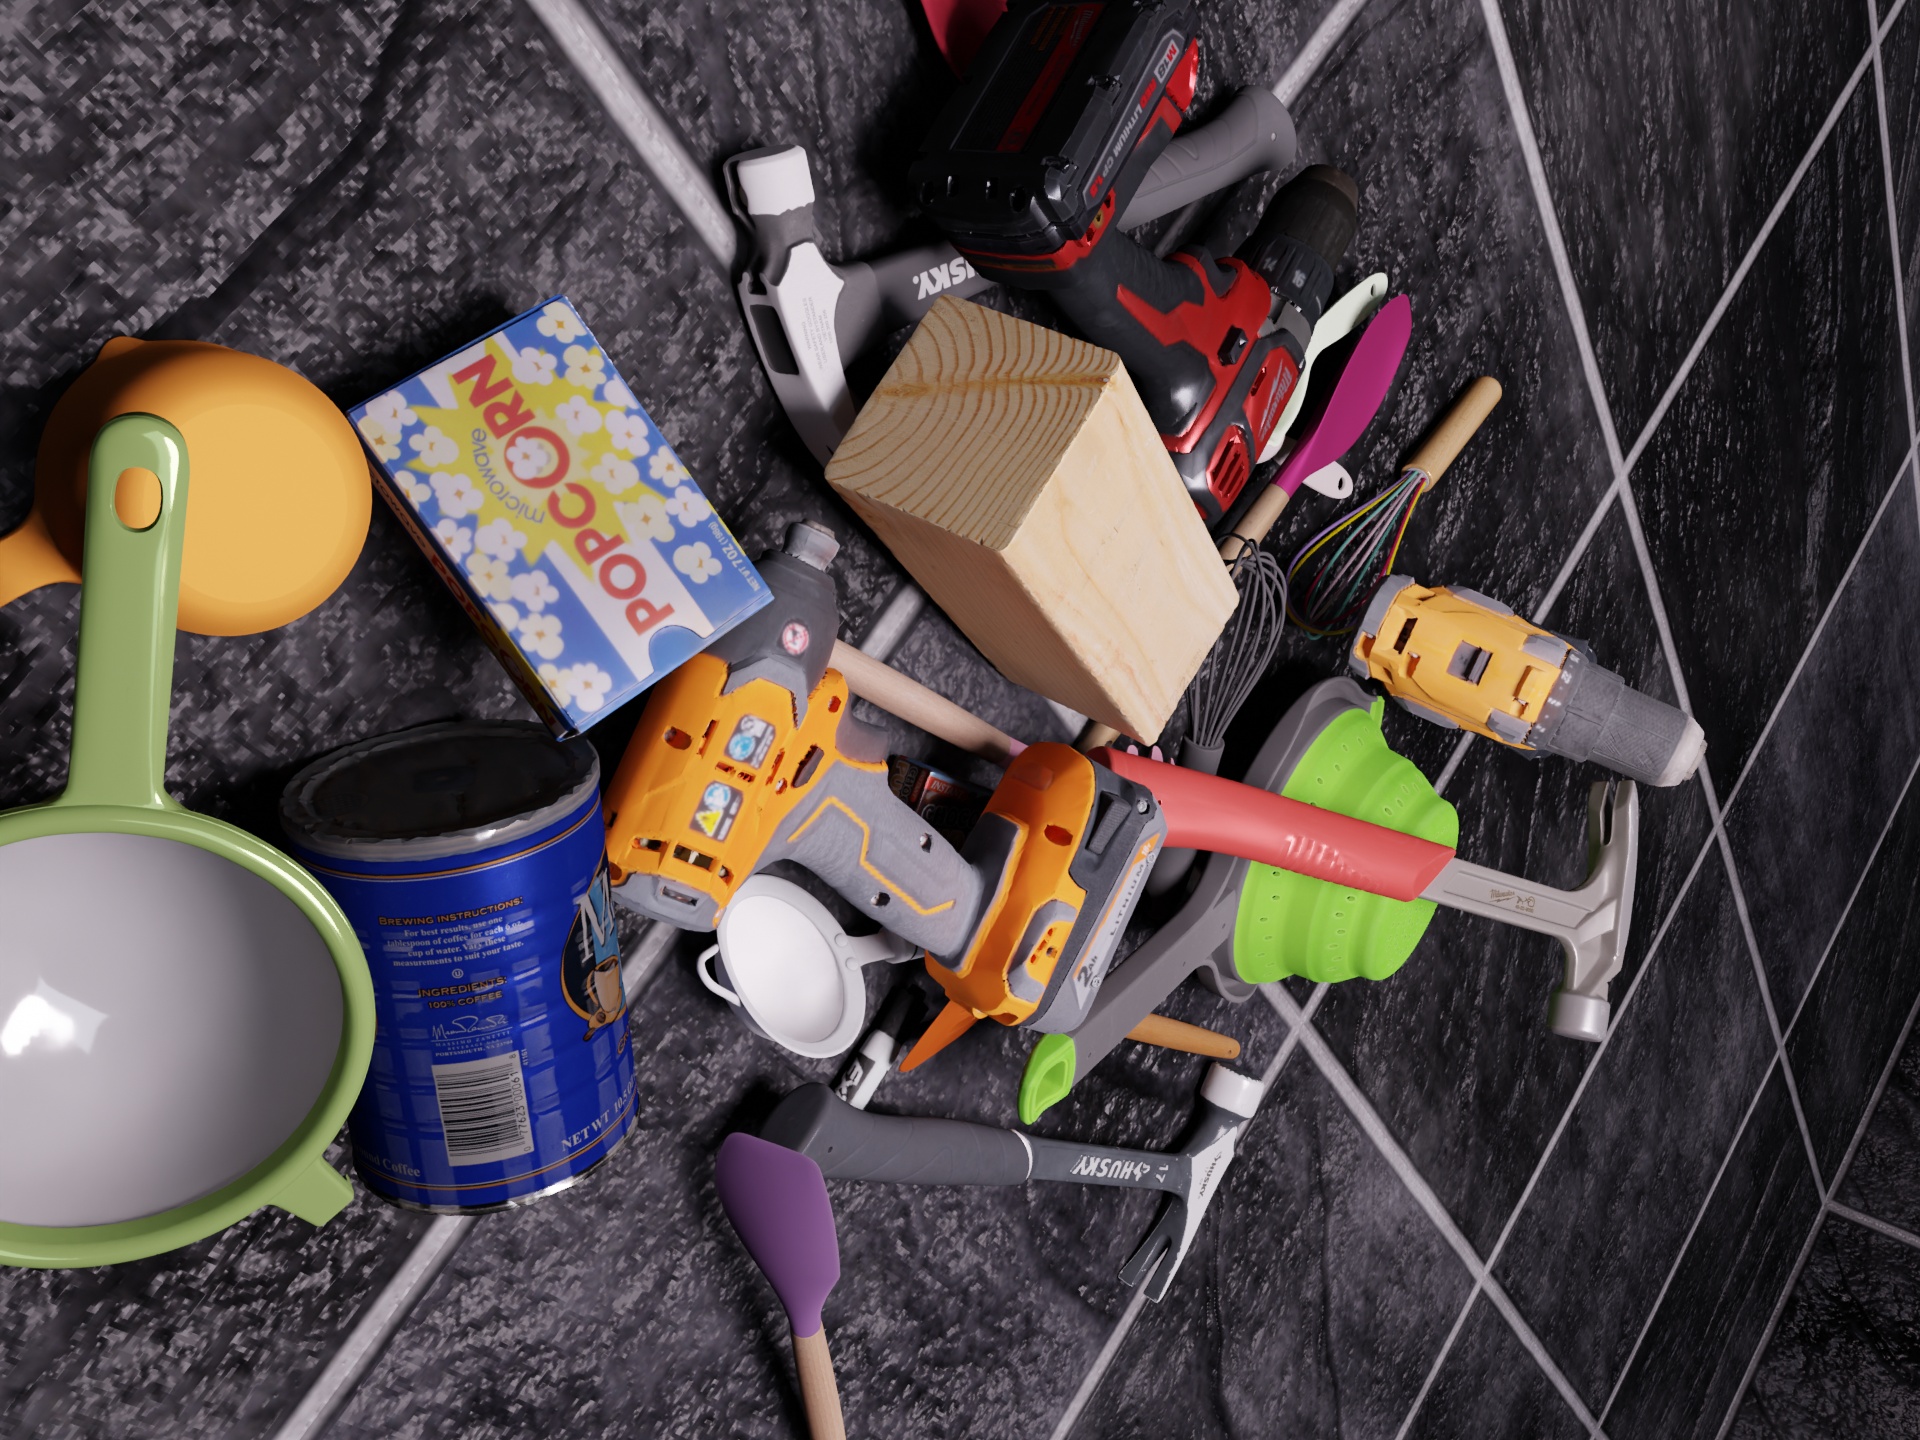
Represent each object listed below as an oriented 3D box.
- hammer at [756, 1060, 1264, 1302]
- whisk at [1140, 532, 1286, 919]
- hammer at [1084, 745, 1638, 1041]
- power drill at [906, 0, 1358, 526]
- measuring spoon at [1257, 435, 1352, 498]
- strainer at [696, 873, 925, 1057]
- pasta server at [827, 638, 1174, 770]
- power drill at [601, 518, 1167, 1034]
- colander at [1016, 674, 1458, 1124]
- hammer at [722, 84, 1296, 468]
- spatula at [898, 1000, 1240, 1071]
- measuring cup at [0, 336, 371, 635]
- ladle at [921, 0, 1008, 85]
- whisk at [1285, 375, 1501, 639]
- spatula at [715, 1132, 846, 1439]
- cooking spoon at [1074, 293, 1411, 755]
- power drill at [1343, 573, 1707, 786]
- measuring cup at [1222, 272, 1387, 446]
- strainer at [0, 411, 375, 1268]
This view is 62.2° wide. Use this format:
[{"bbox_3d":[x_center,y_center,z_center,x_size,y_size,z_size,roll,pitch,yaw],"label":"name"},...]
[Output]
[{"bbox_3d":[0.037,0.238,0.850,0.408,0.036,0.149,24,88,-50],"label":"hammer"},{"bbox_3d":[0.127,0.010,0.849,0.055,0.055,0.238,-20,132,-40],"label":"whisk"},{"bbox_3d":[0.218,0.063,0.827,0.358,0.037,0.149,17,77,-26],"label":"hammer"},{"bbox_3d":[0.094,-0.214,0.689,0.226,0.080,0.188,41,74,-48],"label":"power drill"},{"bbox_3d":[0.197,-0.149,0.904,0.124,0.018,0.034,16,92,-47],"label":"measuring spoon"},{"bbox_3d":[-0.036,0.107,0.743,0.258,0.050,0.087,-3,63,-50],"label":"strainer"},{"bbox_3d":[-0.001,-0.002,0.740,0.316,0.060,0.040,28,39,-40],"label":"pasta server"},{"bbox_3d":[-0.026,0.028,0.658,0.226,0.084,0.164,25,88,-31],"label":"power drill"},{"bbox_3d":[0.176,0.115,0.870,0.397,0.095,0.204,-32,136,-44],"label":"colander"},{"bbox_3d":[0.044,-0.218,0.715,0.335,0.035,0.146,-33,124,-34],"label":"hammer"},{"bbox_3d":[0.078,0.169,0.879,0.322,0.041,0.081,24,107,-48],"label":"spatula"},{"bbox_3d":[-0.253,-0.047,0.460,0.173,0.052,0.095,-38,128,-33],"label":"measuring cup"},{"bbox_3d":[-0.057,-0.331,0.580,0.315,0.031,0.069,31,73,-44],"label":"ladle"},{"bbox_3d":[0.271,-0.132,0.968,0.245,0.047,0.051,-48,131,-27],"label":"whisk"},{"bbox_3d":[-0.073,0.301,0.756,0.018,0.060,0.315,-53,148,-46],"label":"spatula"},{"bbox_3d":[0.157,-0.105,0.861,0.319,0.017,0.068,-53,149,-11],"label":"cooking spoon"},{"bbox_3d":[0.322,-0.020,0.912,0.084,0.185,0.226,-67,163,9],"label":"power drill"},{"bbox_3d":[0.174,-0.206,0.851,0.167,0.038,0.083,-39,129,-35],"label":"measuring cup"},{"bbox_3d":[-0.249,0.034,0.469,0.151,0.069,0.256,5,106,-26],"label":"strainer"}]
